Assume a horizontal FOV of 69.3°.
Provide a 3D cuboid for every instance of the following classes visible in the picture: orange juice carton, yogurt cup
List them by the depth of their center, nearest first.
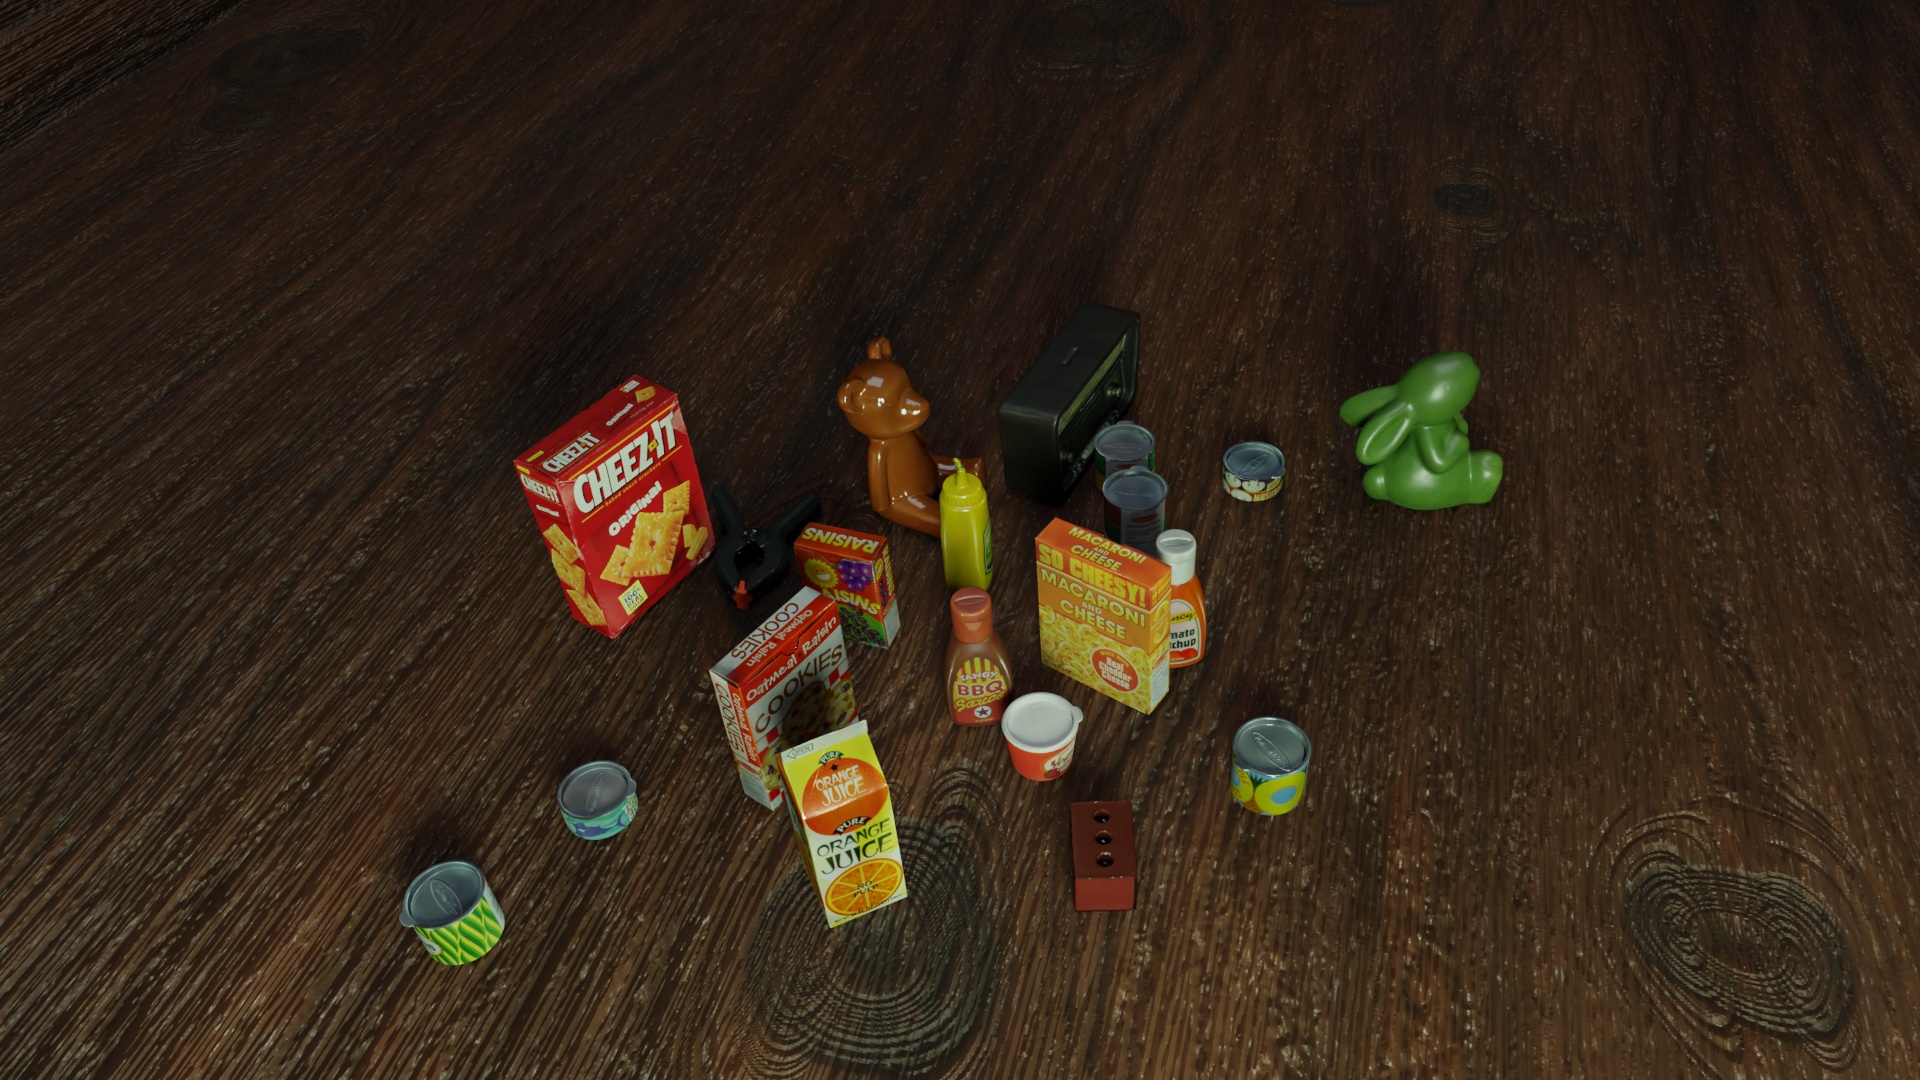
[{"bbox_3d":[-0.097,0.219,1.117,0.072,0.191,0.073,-19,44,-15],"label":"orange juice carton"},{"bbox_3d":[0.072,0.178,1.247,0.072,0.053,0.073,-3,42,3],"label":"yogurt cup"}]

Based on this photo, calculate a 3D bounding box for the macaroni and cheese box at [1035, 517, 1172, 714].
[{"bbox_3d":[0.131,0.069,1.278,0.124,0.165,0.040,24,50,29],"label":"macaroni and cheese box"}]

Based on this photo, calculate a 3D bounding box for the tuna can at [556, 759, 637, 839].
[{"bbox_3d":[-0.322,0.232,1.244,0.071,0.032,0.071,-3,42,3],"label":"tuna can"}]

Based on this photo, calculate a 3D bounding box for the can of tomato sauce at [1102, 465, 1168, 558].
[{"bbox_3d":[0.181,-0.024,1.439,0.071,0.082,0.071,-3,42,3],"label":"can of tomato sauce"}]

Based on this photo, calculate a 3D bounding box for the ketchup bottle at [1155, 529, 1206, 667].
[{"bbox_3d":[0.199,0.055,1.300,0.065,0.148,0.044,-4,42,1],"label":"ketchup bottle"}]

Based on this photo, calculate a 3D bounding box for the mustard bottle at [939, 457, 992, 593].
[{"bbox_3d":[0.005,-0.017,1.393,0.049,0.159,0.066,2,42,9],"label":"mustard bottle"}]

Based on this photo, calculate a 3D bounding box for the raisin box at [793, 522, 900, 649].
[{"bbox_3d":[-0.110,0.045,1.363,0.086,0.122,0.040,12,45,19],"label":"raisin box"}]

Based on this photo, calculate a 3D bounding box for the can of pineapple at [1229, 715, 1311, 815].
[{"bbox_3d":[0.266,0.196,1.204,0.071,0.057,0.071,-3,42,3],"label":"can of pineapple"}]

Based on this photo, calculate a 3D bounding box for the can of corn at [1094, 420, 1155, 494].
[{"bbox_3d":[0.181,-0.088,1.529,0.071,0.058,0.071,-3,42,3],"label":"can of corn"}]

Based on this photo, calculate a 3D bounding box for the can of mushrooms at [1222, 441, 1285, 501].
[{"bbox_3d":[0.321,-0.074,1.517,0.071,0.033,0.071,-3,42,3],"label":"can of mushrooms"}]

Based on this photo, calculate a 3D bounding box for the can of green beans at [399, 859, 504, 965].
[{"bbox_3d":[-0.419,0.309,1.151,0.071,0.057,0.071,-3,42,3],"label":"can of green beans"}]

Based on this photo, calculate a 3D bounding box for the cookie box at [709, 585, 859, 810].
[{"bbox_3d":[-0.151,0.140,1.229,0.040,0.166,0.123,24,50,29],"label":"cookie box"}]

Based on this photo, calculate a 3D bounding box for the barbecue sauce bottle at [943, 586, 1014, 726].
[{"bbox_3d":[0.014,0.106,1.263,0.065,0.147,0.044,-7,42,-2],"label":"barbecue sauce bottle"}]
